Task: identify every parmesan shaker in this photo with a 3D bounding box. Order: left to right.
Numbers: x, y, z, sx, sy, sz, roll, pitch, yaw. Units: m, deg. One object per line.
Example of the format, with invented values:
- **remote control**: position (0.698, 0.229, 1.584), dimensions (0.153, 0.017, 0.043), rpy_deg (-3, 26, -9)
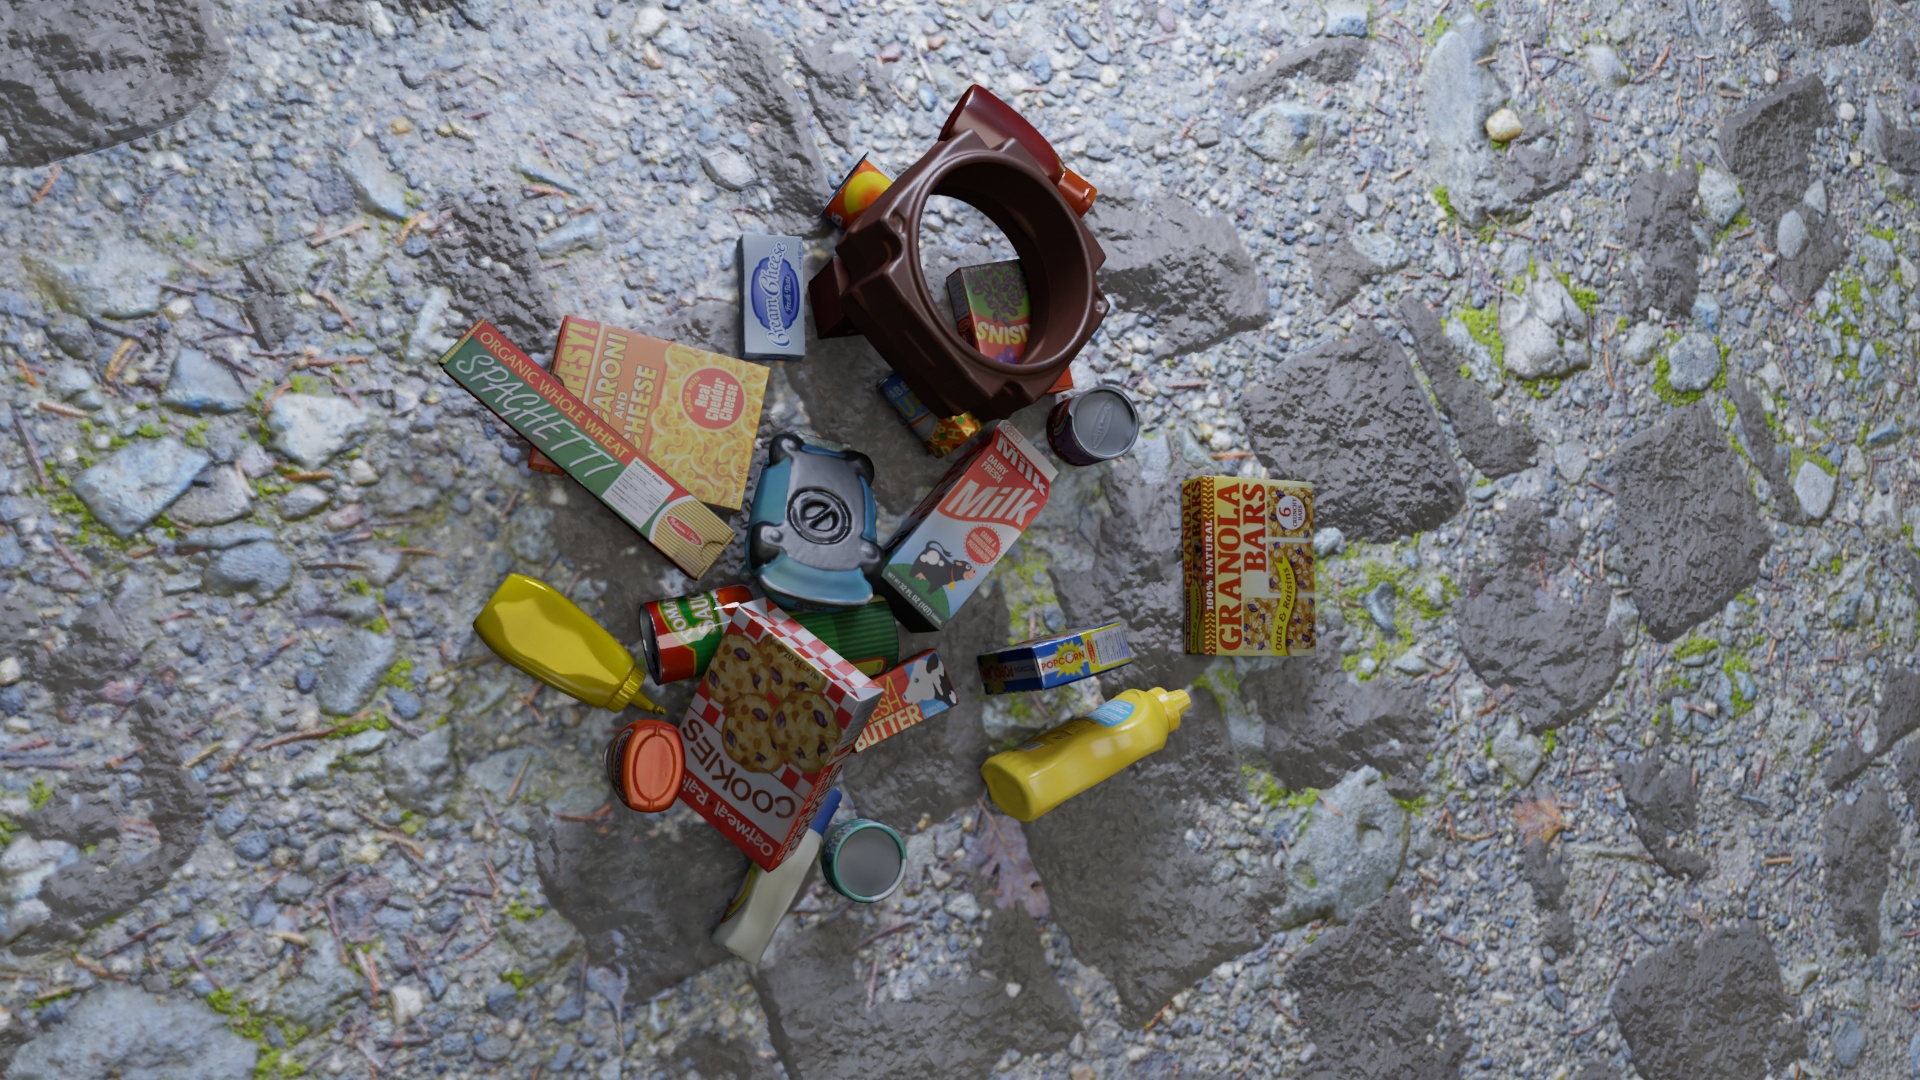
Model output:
- **parmesan shaker**: position (-0.108, 0.084, 1.133), dimensions (0.103, 0.071, 0.071), rpy_deg (-9, 88, -22)

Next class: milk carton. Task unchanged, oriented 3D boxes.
- **milk carton**: position (0.004, -0.015, 1.186), dimensions (0.072, 0.073, 0.191), rpy_deg (45, 71, -11)

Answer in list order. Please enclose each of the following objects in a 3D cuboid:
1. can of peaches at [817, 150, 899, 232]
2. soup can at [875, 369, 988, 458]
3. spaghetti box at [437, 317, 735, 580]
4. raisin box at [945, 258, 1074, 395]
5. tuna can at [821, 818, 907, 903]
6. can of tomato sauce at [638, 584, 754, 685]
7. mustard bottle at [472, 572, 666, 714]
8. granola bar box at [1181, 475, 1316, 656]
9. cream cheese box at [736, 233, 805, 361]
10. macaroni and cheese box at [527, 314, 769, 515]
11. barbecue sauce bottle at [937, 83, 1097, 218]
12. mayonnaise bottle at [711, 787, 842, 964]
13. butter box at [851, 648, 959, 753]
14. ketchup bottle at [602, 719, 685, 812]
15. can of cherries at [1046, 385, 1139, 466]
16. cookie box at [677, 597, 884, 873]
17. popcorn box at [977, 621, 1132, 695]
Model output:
- **can of peaches**: position (-0.078, -0.286, 1.187), dimensions (0.058, 0.071, 0.071), rpy_deg (37, 73, -15)
- **soup can**: position (-0.023, -0.120, 1.190), dimensions (0.071, 0.071, 0.083), rpy_deg (-42, 100, -19)
- **spaghetti box**: position (-0.282, -0.067, 1.060), dimensions (0.250, 0.028, 0.050), rpy_deg (42, 75, -14)
- **raisin box**: position (0.045, -0.186, 1.238), dimensions (0.086, 0.040, 0.123), rpy_deg (-13, 90, -23)
- **tuna can**: position (-0.081, 0.262, 1.146), dimensions (0.071, 0.033, 0.071), rpy_deg (2, 84, -21)
- **can of tomato sauce**: position (-0.205, 0.072, 1.098), dimensions (0.083, 0.071, 0.071), rpy_deg (-11, 89, -22)
- **mustard bottle**: position (-0.295, 0.091, 1.072), dimensions (0.160, 0.048, 0.065), rpy_deg (39, 72, -14)
- **granola bar box**: position (0.270, 0.026, 1.304), dimensions (0.124, 0.039, 0.165), rpy_deg (2, 84, -22)
- **cream cheese box**: position (-0.159, -0.204, 1.168), dimensions (0.053, 0.024, 0.104), rpy_deg (-1, 85, -20)
- **macaroni and cheese box**: position (-0.248, -0.099, 1.114), dimensions (0.166, 0.040, 0.124), rpy_deg (13, 80, -19)
- **barbecue sauce bottle**: position (0.055, -0.345, 1.256), dimensions (0.148, 0.043, 0.065), rpy_deg (32, 75, -16)
- **mayonnaise bottle**: position (-0.145, 0.261, 1.108), dimensions (0.041, 0.064, 0.148), rpy_deg (33, 70, -13)
- **butter box**: position (-0.057, 0.135, 1.173), dimensions (0.104, 0.024, 0.053), rpy_deg (-24, 94, -22)
- **ketchup bottle**: position (-0.238, 0.165, 1.032), dimensions (0.043, 0.148, 0.065), rpy_deg (6, 82, -20)
- **can of cherries**: position (0.116, -0.104, 1.247), dimensions (0.071, 0.058, 0.071), rpy_deg (2, 85, -21)
- **cookie box**: position (-0.148, 0.148, 1.055), dimensions (0.123, 0.040, 0.166), rpy_deg (35, 111, 18)
- **popcorn box**: position (0.077, 0.101, 1.174), dimensions (0.085, 0.126, 0.038), rpy_deg (-15, 88, -22)
